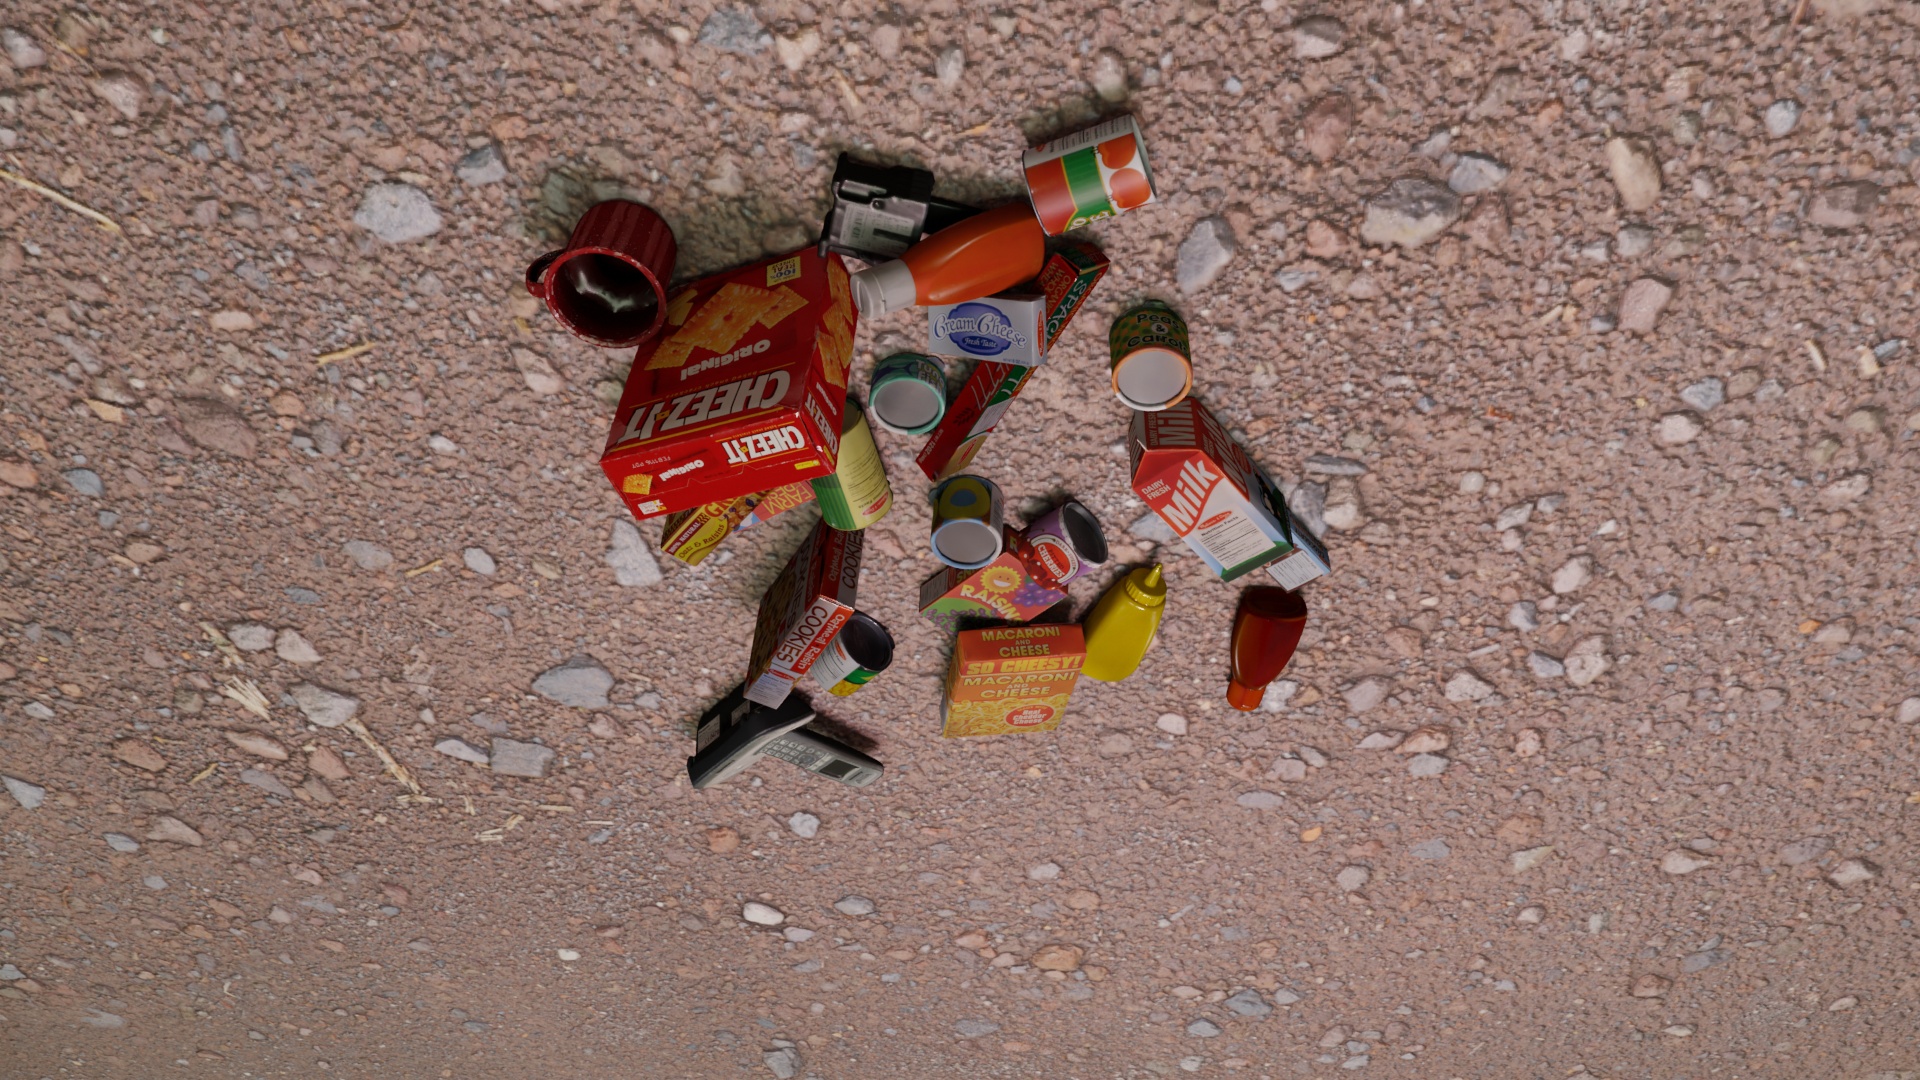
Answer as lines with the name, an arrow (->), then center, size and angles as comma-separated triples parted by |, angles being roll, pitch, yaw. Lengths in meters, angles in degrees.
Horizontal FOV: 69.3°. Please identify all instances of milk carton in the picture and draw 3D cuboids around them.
milk carton -> 0.207, -0.054, 1.210 | 0.073, 0.073, 0.190 | -30, 126, 28

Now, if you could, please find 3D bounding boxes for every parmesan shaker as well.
parmesan shaker -> -0.102, -0.070, 1.221 | 0.071, 0.072, 0.102 | -7, 132, 11

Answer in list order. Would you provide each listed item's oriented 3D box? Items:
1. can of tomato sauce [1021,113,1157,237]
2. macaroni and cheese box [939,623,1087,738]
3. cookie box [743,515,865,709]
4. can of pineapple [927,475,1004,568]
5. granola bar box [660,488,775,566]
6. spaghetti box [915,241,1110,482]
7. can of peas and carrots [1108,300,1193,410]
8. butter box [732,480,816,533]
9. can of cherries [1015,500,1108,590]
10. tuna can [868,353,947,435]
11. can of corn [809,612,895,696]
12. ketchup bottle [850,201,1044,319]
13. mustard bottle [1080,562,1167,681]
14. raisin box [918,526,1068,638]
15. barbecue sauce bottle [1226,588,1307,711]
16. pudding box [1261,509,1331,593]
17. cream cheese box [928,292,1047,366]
can of tomato sauce -> 0.096, -0.265, 1.016 | 0.083, 0.071, 0.071 | -15, 131, 17
macaroni and cheese box -> 0.049, 0.142, 1.395 | 0.124, 0.040, 0.165 | -3, 146, -11
cookie box -> -0.147, 0.061, 1.307 | 0.040, 0.123, 0.166 | 24, 131, -19
can of pineapple -> 0.005, -0.016, 1.269 | 0.071, 0.058, 0.070 | 2, 134, 2
granola bar box -> -0.188, -0.071, 1.181 | 0.039, 0.125, 0.165 | 31, 128, -26
spaghetti box -> 0.040, -0.143, 1.146 | 0.029, 0.050, 0.248 | 47, 130, 13
can of peas and carrots -> 0.155, -0.150, 1.129 | 0.071, 0.059, 0.070 | 1, 134, 2
butter box -> -0.182, -0.047, 1.274 | 0.103, 0.024, 0.053 | -22, 128, 23
can of cherries -> 0.092, 0.006, 1.276 | 0.058, 0.072, 0.071 | -31, 125, 30
tuna can -> -0.043, -0.125, 1.184 | 0.071, 0.033, 0.070 | 2, 135, 2
can of corn -> -0.110, 0.115, 1.400 | 0.071, 0.071, 0.058 | 33, 128, -25
ketchup bottle -> -0.009, -0.206, 1.047 | 0.149, 0.044, 0.064 | -23, 142, -20
mustard bottle -> 0.165, 0.073, 1.352 | 0.065, 0.049, 0.159 | 16, 132, -12
raisin box -> 0.032, 0.048, 1.343 | 0.086, 0.040, 0.123 | 35, 128, -27
barbecue sauce bottle -> 0.298, 0.112, 1.385 | 0.065, 0.044, 0.147 | 5, 135, -1
pudding box -> 0.302, 0.008, 1.293 | 0.049, 0.030, 0.083 | -31, 125, 30
cream cheese box -> 0.021, -0.170, 1.098 | 0.104, 0.024, 0.053 | 13, 114, 35
